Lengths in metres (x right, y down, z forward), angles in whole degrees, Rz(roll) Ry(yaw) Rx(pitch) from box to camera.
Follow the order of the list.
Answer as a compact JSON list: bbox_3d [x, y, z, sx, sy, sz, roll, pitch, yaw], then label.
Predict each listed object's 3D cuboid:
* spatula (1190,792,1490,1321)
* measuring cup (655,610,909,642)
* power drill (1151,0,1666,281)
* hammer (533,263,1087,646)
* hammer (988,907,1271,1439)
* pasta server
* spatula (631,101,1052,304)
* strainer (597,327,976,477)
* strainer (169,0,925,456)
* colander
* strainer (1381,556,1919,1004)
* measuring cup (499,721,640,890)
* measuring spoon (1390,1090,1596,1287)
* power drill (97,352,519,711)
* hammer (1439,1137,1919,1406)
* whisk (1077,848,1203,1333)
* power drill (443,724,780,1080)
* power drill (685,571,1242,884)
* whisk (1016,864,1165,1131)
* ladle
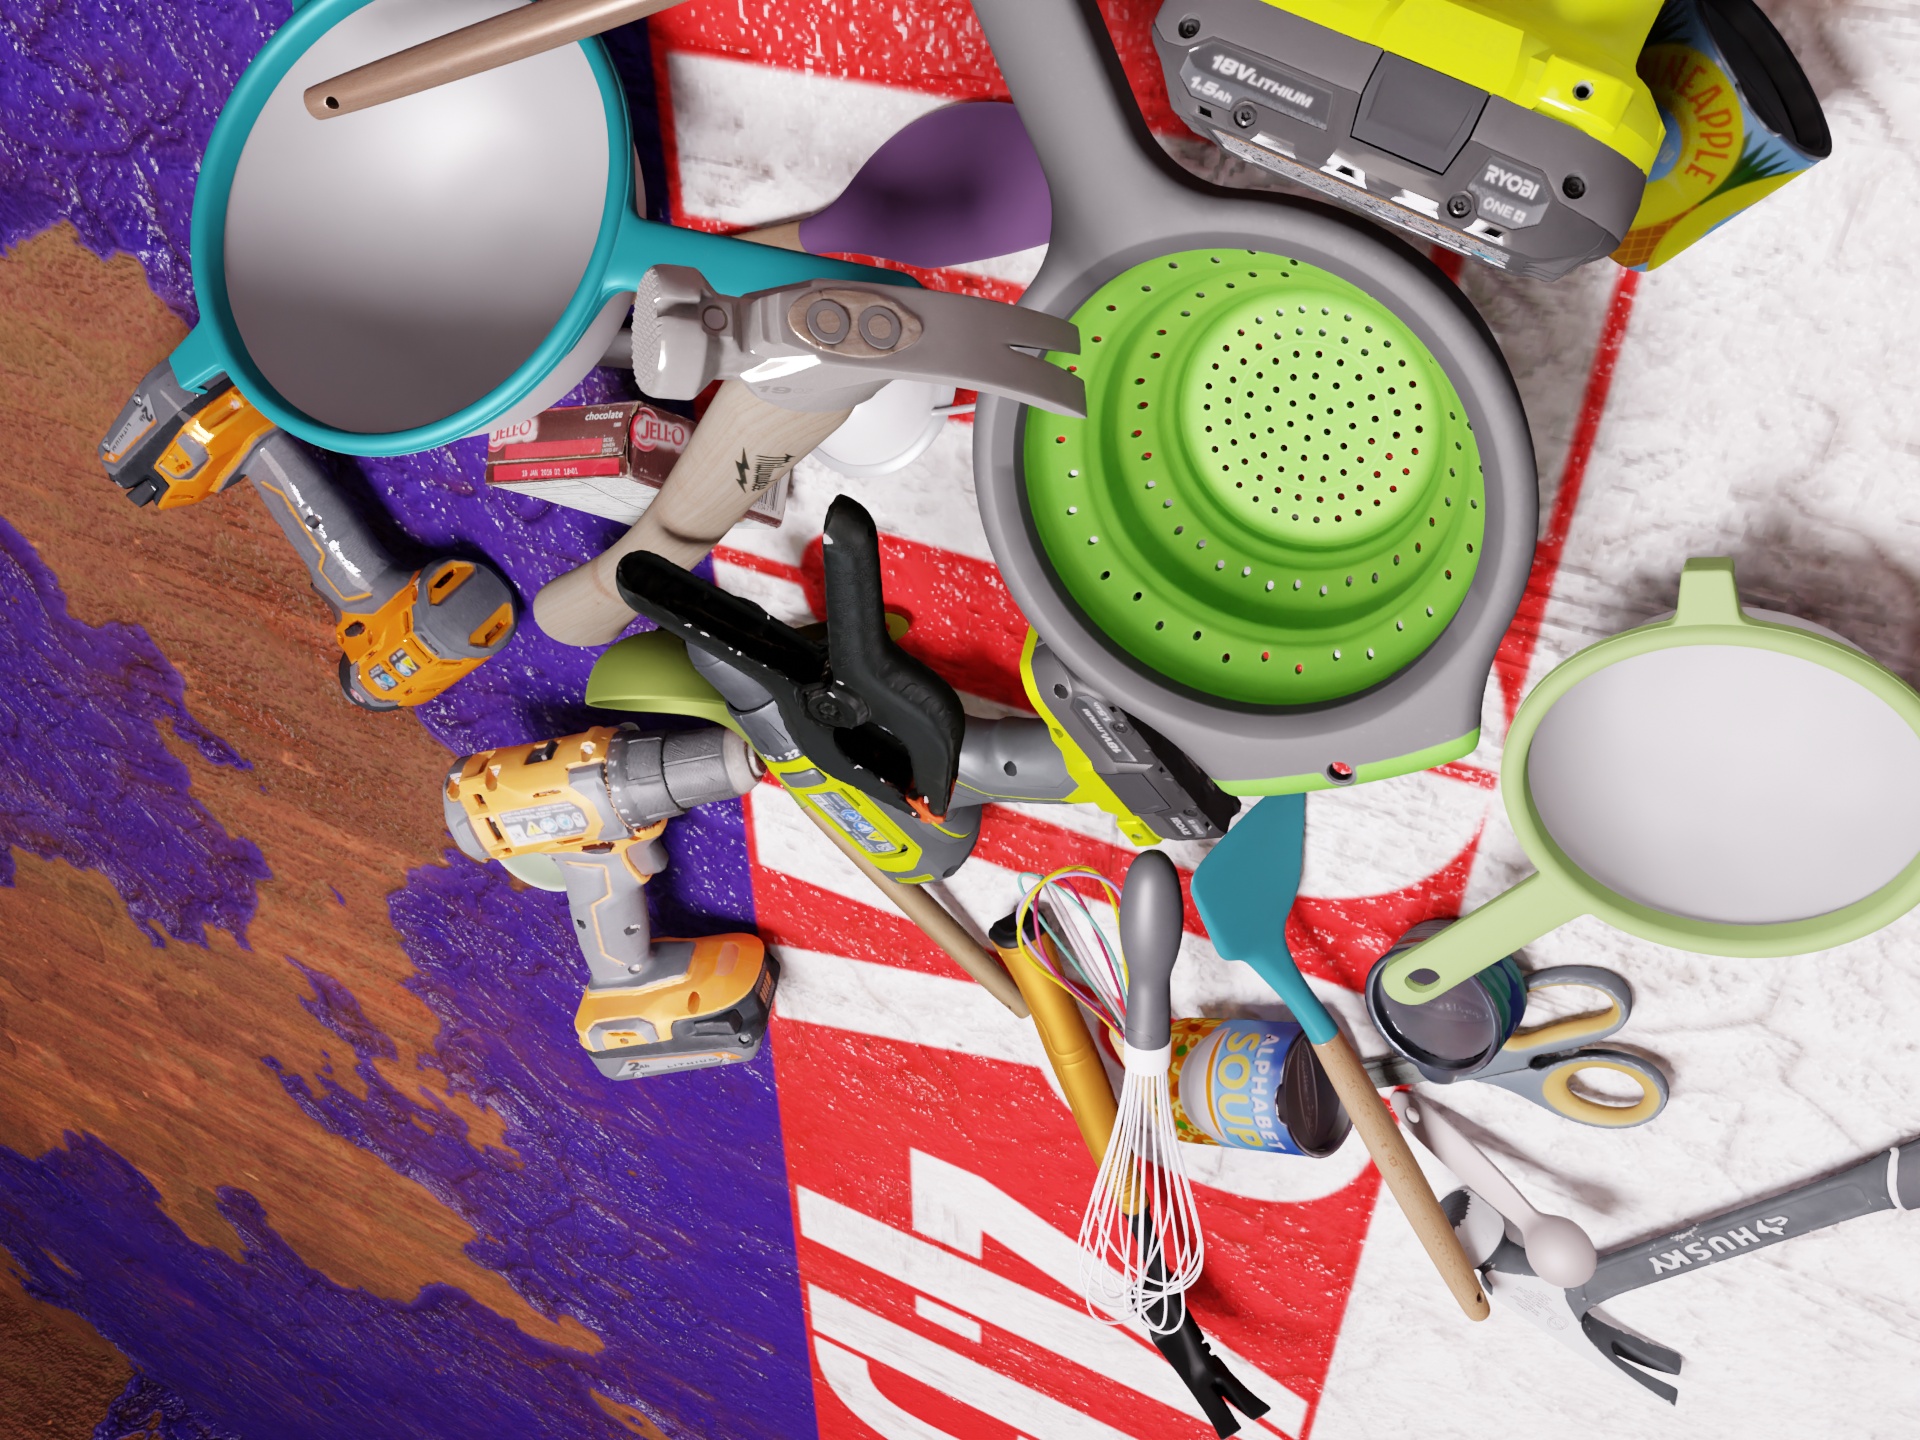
[{"bbox_3d":[0.193,0.174,0.765,0.044,0.082,0.317,-5,120,57],"label":"spatula"},{"bbox_3d":[-0.091,-0.044,0.823,0.156,0.029,0.062,-9,124,27],"label":"measuring cup"},{"bbox_3d":[0.146,-0.245,0.409,0.171,0.080,0.223,27,107,10],"label":"power drill"},{"bbox_3d":[-0.102,-0.085,0.660,0.410,0.146,0.038,159,109,-64],"label":"hammer"},{"bbox_3d":[0.089,0.253,0.906,0.336,0.034,0.127,68,168,-22],"label":"hammer"},{"bbox_3d":[-0.118,-0.269,0.589,0.316,0.040,0.060,-9,130,20],"label":"pasta server"},{"bbox_3d":[-0.086,-0.205,0.685,0.316,0.018,0.059,-3,119,34],"label":"spatula"},{"bbox_3d":[-0.101,-0.160,0.711,0.258,0.050,0.087,13,101,32],"label":"strainer"},{"bbox_3d":[-0.156,-0.190,0.664,0.340,0.095,0.211,17,90,18],"label":"strainer"},{"bbox_3d":[0.080,-0.167,0.560,0.204,0.094,0.397,-13,110,38],"label":"colander"},{"bbox_3d":[0.259,0.039,0.624,0.151,0.069,0.256,38,137,-3],"label":"strainer"},{"bbox_3d":[-0.232,0.042,0.978,0.083,0.038,0.167,41,126,-8],"label":"measuring cup"},{"bbox_3d":[0.257,0.230,0.786,0.124,0.018,0.034,43,125,32],"label":"measuring spoon"},{"bbox_3d":[-0.378,-0.101,0.921,0.164,0.084,0.226,-25,113,44],"label":"power drill"},{"bbox_3d":[0.400,0.212,0.701,0.149,0.036,0.408,40,136,-4],"label":"hammer"},{"bbox_3d":[0.092,0.189,0.780,0.070,0.070,0.284,12,118,25],"label":"whisk"},{"bbox_3d":[-0.176,0.100,0.941,0.185,0.084,0.226,-11,121,13],"label":"power drill"},{"bbox_3d":[-0.001,-0.002,0.730,0.228,0.080,0.190,-10,137,38],"label":"power drill"},{"bbox_3d":[0.078,0.151,0.823,0.051,0.047,0.244,9,144,32],"label":"whisk"},{"bbox_3d":[-0.070,0.068,0.851,0.320,0.062,0.078,47,154,-22],"label":"ladle"}]
